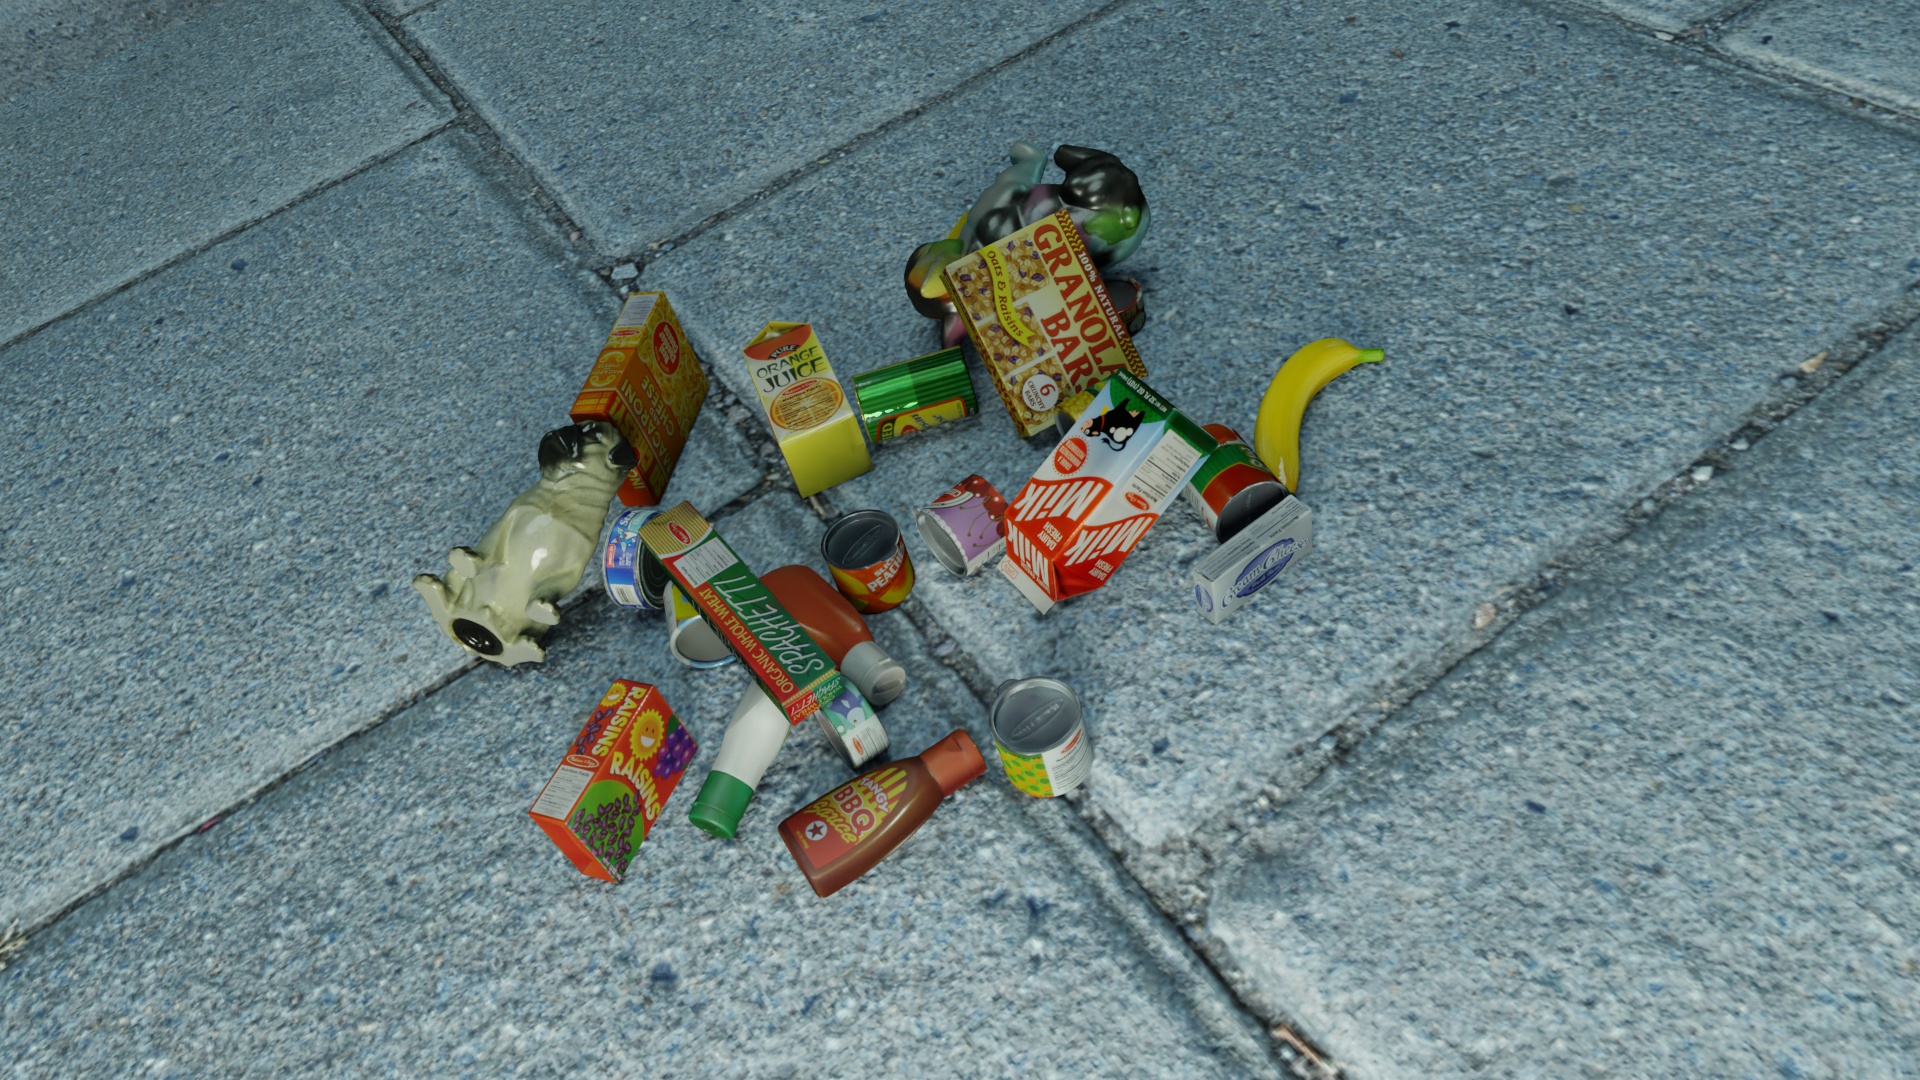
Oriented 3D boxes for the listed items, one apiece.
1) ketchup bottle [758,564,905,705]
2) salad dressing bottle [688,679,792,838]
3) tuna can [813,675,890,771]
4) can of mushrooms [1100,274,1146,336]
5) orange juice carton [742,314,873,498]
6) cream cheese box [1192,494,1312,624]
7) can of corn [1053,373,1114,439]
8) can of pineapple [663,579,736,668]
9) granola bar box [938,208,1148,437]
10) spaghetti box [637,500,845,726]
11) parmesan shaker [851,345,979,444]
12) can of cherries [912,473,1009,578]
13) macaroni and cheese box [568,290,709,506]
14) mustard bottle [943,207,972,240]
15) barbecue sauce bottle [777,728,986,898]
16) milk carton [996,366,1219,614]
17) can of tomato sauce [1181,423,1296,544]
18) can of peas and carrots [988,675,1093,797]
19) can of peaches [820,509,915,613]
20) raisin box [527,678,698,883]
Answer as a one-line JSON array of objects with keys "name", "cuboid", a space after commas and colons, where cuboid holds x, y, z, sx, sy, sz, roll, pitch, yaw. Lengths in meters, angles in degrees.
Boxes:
[{"name": "ketchup bottle", "cuboid": [-0.103, 0.074, 1.102, 0.065, 0.043, 0.149, -16, 40, -39]}, {"name": "salad dressing bottle", "cuboid": [-0.156, 0.150, 1.045, 0.064, 0.044, 0.148, -34, 27, 57]}, {"name": "tuna can", "cuboid": [-0.084, 0.133, 1.029, 0.033, 0.070, 0.071, -33, 47, -15]}, {"name": "can of mushrooms", "cuboid": [0.142, -0.219, 1.316, 0.071, 0.033, 0.071, -8, 46, 8]}, {"name": "orange juice carton", "cuboid": [-0.149, -0.135, 1.297, 0.073, 0.071, 0.193, -23, 46, -5]}, {"name": "cream cheese box", "cuboid": [0.223, 0.014, 1.058, 0.104, 0.053, 0.024, -35, 50, -16]}, {"name": "can of corn", "cuboid": [0.122, -0.100, 1.185, 0.058, 0.070, 0.071, -30, 47, -10]}, {"name": "can of pineapple", "cuboid": [-0.205, 0.062, 1.133, 0.071, 0.070, 0.058, -19, 46, -1]}, {"name": "granola bar box", "cuboid": [0.074, -0.191, 1.232, 0.124, 0.165, 0.039, -28, 5, -9]}, {"name": "spaghetti box", "cuboid": [-0.172, 0.050, 1.066, 0.050, 0.028, 0.251, -33, 47, -17]}, {"name": "parmesan shaker", "cuboid": [-0.040, -0.133, 1.264, 0.103, 0.071, 0.071, -16, 45, 1]}, {"name": "can of cherries", "cuboid": [0.004, -0.014, 1.139, 0.058, 0.071, 0.071, -36, 48, -17]}, {"name": "macaroni and cheese box", "cuboid": [-0.297, -0.134, 1.305, 0.040, 0.123, 0.167, -2, 48, 17]}, {"name": "mustard bottle", "cuboid": [0.003, -0.278, 1.403, 0.065, 0.048, 0.161, 20, 57, 27]}, {"name": "barbecue sauce bottle", "cuboid": [-0.052, 0.188, 0.985, 0.149, 0.043, 0.065, -31, 46, -13]}, {"name": "milk carton", "cuboid": [0.106, -0.033, 1.096, 0.190, 0.073, 0.072, -52, 47, 9]}, {"name": "can of tomato sauce", "cuboid": [0.215, -0.045, 1.107, 0.071, 0.071, 0.083, -24, 45, -6]}, {"name": "can of peas and carrots", "cuboid": [0.056, 0.139, 0.988, 0.071, 0.058, 0.071, -9, 45, 9]}, {"name": "can of peaches", "cuboid": [-0.074, 0.019, 1.140, 0.071, 0.057, 0.071, -8, 46, 9]}, {"name": "raisin box", "cuboid": [-0.253, 0.176, 1.026, 0.040, 0.085, 0.124, 6, 50, 28]}]
